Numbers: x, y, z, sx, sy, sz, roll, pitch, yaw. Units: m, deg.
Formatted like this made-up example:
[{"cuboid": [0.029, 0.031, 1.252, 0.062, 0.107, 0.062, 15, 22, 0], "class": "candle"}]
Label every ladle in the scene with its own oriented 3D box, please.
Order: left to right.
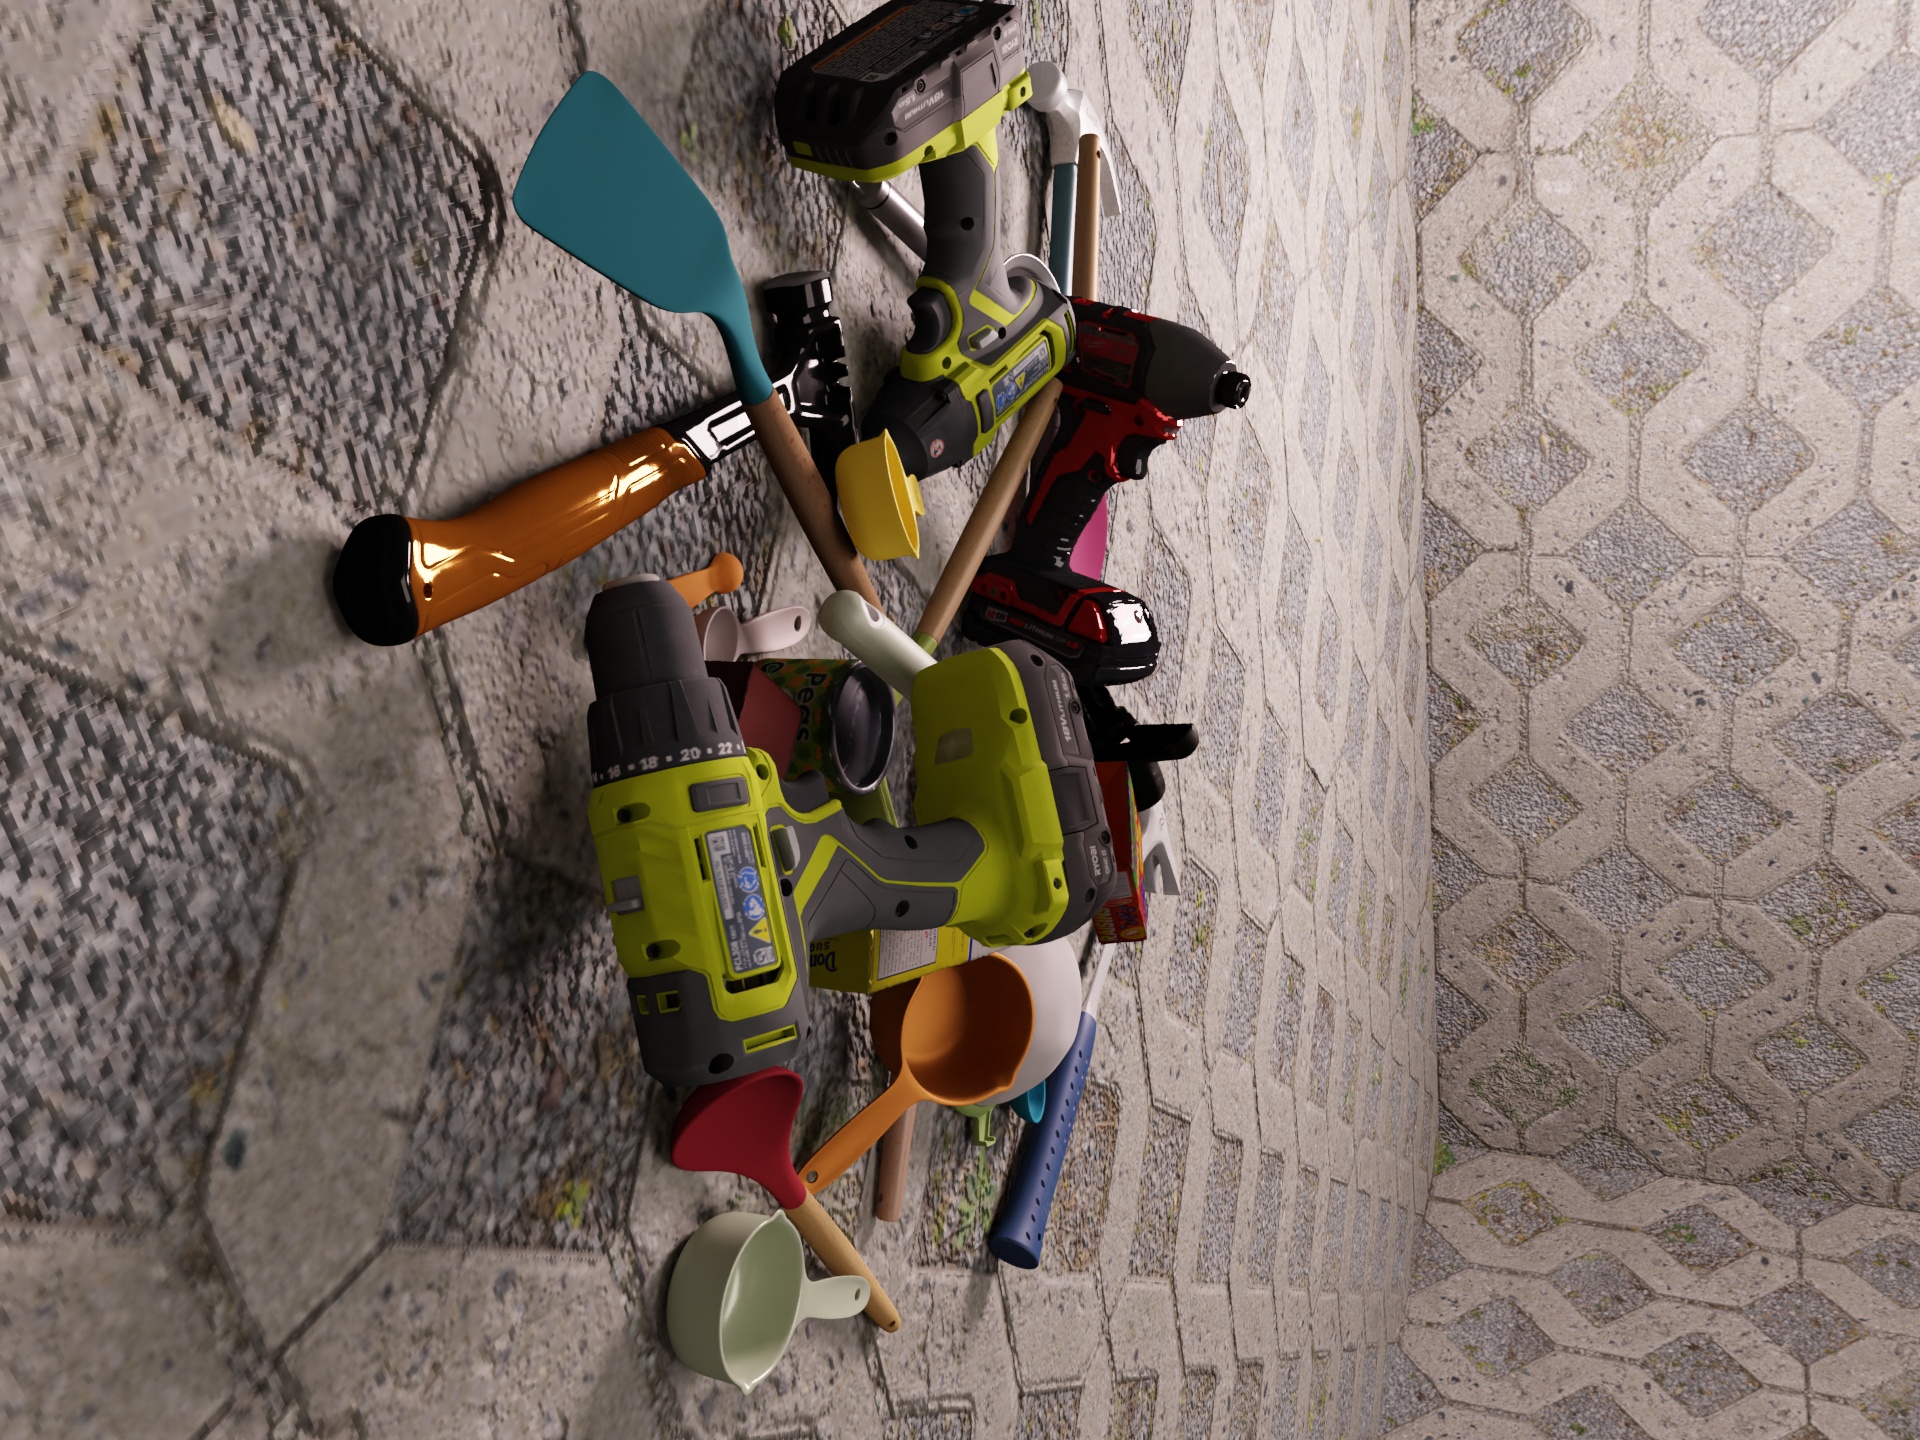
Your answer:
[{"cuboid": [-0.077, 0.257, 0.824, 0.069, 0.031, 0.315, -32, 139, -11], "class": "ladle"}, {"cuboid": [0.003, -0.063, 0.881, 0.078, 0.062, 0.320, 76, 36, -62], "class": "ladle"}]

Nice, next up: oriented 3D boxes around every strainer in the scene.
[{"cuboid": [0.001, -0.263, 0.941, 0.258, 0.050, 0.087, 25, 74, -58], "class": "strainer"}, {"cuboid": [0.060, 0.153, 1.075, 0.256, 0.069, 0.151, -60, 144, -43], "class": "strainer"}]

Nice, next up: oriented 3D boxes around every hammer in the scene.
[{"cuboid": [-0.131, -0.098, 0.668, 0.337, 0.034, 0.127, -46, 132, -56], "class": "hammer"}, {"cuboid": [0.067, -0.267, 1.095, 0.128, 0.033, 0.331, 12, 81, -65], "class": "hammer"}, {"cuboid": [0.101, 0.224, 1.216, 0.143, 0.035, 0.406, 69, 34, -42], "class": "hammer"}]

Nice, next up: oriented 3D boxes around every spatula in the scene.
[{"cuboid": [-0.089, -0.125, 0.693, 0.317, 0.044, 0.082, 65, 34, -51], "class": "spatula"}]

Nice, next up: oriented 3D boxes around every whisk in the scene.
[{"cuboid": [-0.001, -0.003, 0.806, 0.246, 0.059, 0.058, 41, 21, -52], "class": "whisk"}]

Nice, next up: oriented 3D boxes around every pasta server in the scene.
[{"cuboid": [-0.016, 0.136, 0.942, 0.040, 0.060, 0.316, 9, 85, -25], "class": "pasta server"}]

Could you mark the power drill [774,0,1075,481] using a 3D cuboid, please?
[{"cuboid": [-0.016, -0.242, 0.833, 0.171, 0.080, 0.223, -47, 142, -30], "class": "power drill"}]

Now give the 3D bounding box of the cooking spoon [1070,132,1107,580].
[{"cuboid": [0.081, -0.232, 1.069, 0.068, 0.017, 0.319, -1, 93, -55], "class": "cooking spoon"}]

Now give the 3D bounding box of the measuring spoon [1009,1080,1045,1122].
[{"cuboid": [0.048, 0.221, 1.129, 0.042, 0.021, 0.129, 58, 32, -54], "class": "measuring spoon"}]

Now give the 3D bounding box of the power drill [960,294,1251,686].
[{"cuboid": [0.089, -0.138, 0.972, 0.078, 0.143, 0.219, -8, 116, -54], "class": "power drill"}]

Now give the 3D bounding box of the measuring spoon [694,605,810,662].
[{"cuboid": [-0.102, -0.043, 0.768, 0.124, 0.018, 0.034, -26, 122, -71], "class": "measuring spoon"}]

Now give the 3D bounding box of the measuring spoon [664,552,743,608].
[{"cuboid": [-0.127, -0.052, 0.706, 0.117, 0.011, 0.021, -42, 130, -58], "class": "measuring spoon"}]

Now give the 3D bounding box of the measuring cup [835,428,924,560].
[{"cuboid": [-0.037, -0.109, 0.790, 0.156, 0.029, 0.062, -68, 144, -82], "class": "measuring cup"}]

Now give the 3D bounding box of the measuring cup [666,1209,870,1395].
[{"cuboid": [-0.092, 0.284, 0.790, 0.167, 0.038, 0.083, 41, 55, -63], "class": "measuring cup"}]

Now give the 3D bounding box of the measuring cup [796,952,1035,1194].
[{"cuboid": [-0.038, 0.193, 0.881, 0.173, 0.052, 0.095, -41, 114, -19], "class": "measuring cup"}]

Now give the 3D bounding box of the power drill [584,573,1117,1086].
[{"cuboid": [-0.049, 0.030, 0.660, 0.228, 0.080, 0.190, -9, 85, -43], "class": "power drill"}]
